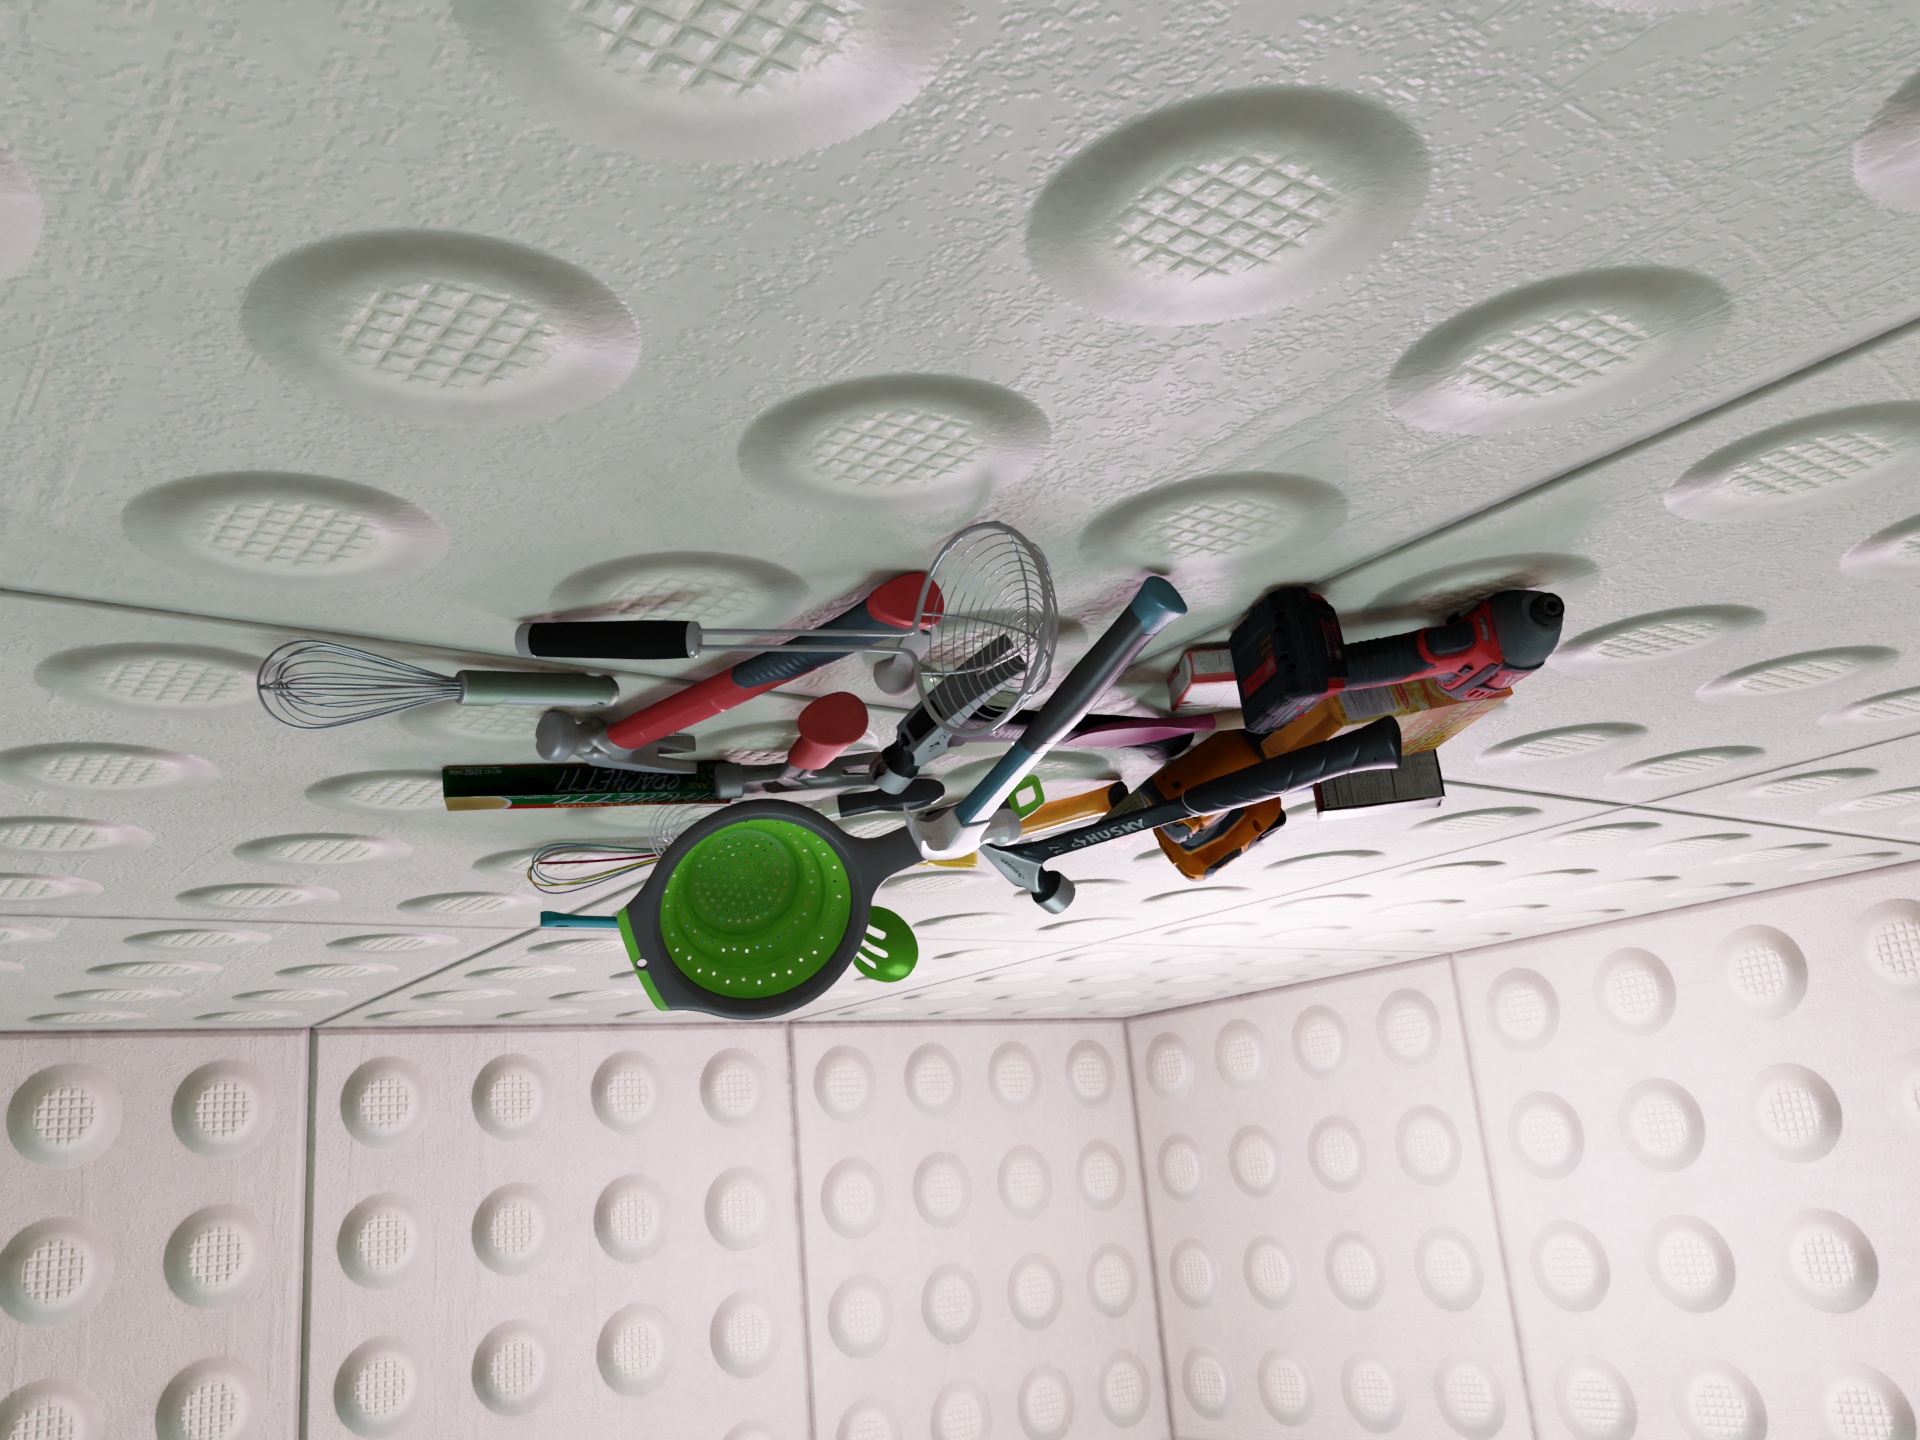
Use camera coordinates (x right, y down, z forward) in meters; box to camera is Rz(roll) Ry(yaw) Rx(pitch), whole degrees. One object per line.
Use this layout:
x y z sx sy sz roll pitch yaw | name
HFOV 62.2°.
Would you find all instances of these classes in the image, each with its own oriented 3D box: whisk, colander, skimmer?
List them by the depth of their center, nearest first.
-0.116 -0.055 0.966 0.363 0.127 0.090 1 173 13 | skimmer
-0.348 -0.022 1.083 0.246 0.059 0.058 1 175 -36 | whisk
-0.116 0.128 1.451 0.397 0.204 0.095 -22 -160 -11 | colander
-0.155 0.088 1.510 0.284 0.070 0.070 -10 164 -1 | whisk
-0.329 0.139 1.659 0.245 0.051 0.047 -8 -172 -6 | whisk

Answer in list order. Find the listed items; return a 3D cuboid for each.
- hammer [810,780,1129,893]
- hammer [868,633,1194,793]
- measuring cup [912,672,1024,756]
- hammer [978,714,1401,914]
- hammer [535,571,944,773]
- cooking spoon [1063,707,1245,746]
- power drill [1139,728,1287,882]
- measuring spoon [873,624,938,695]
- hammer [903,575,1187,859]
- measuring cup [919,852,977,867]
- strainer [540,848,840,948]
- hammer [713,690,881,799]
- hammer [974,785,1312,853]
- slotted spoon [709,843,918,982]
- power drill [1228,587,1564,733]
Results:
0.009 0.120 1.611 0.337 0.034 0.127 -16 179 4 | hammer
0.085 0.003 1.266 0.334 0.035 0.146 4 137 -49 | hammer
-0.002 -0.004 1.258 0.083 0.038 0.167 -12 164 21 | measuring cup
0.175 0.067 1.290 0.409 0.036 0.149 -22 129 40 | hammer
-0.144 -0.026 1.146 0.143 0.038 0.386 10 158 -44 | hammer
0.224 -0.001 1.300 0.318 0.017 0.069 -6 169 -28 | cooking spoon
0.248 0.063 1.458 0.164 0.084 0.226 -34 160 -2 | power drill
-0.038 -0.043 1.141 0.034 0.018 0.124 20 157 -8 | measuring spoon
0.062 0.008 1.157 0.128 0.033 0.331 -9 150 -39 | hammer
-0.049 0.151 1.819 0.156 0.029 0.062 -2 168 36 | measuring cup
-0.282 0.181 1.707 0.340 0.095 0.211 6 160 -30 | strainer
-0.105 0.024 1.230 0.149 0.037 0.359 -5 173 -13 | hammer
0.194 0.094 1.662 0.405 0.035 0.144 -14 161 27 | hammer
-0.160 0.170 1.547 0.314 0.070 0.031 24 -166 39 | slotted spoon
0.317 -0.051 1.141 0.219 0.079 0.143 -6 165 -10 | power drill
